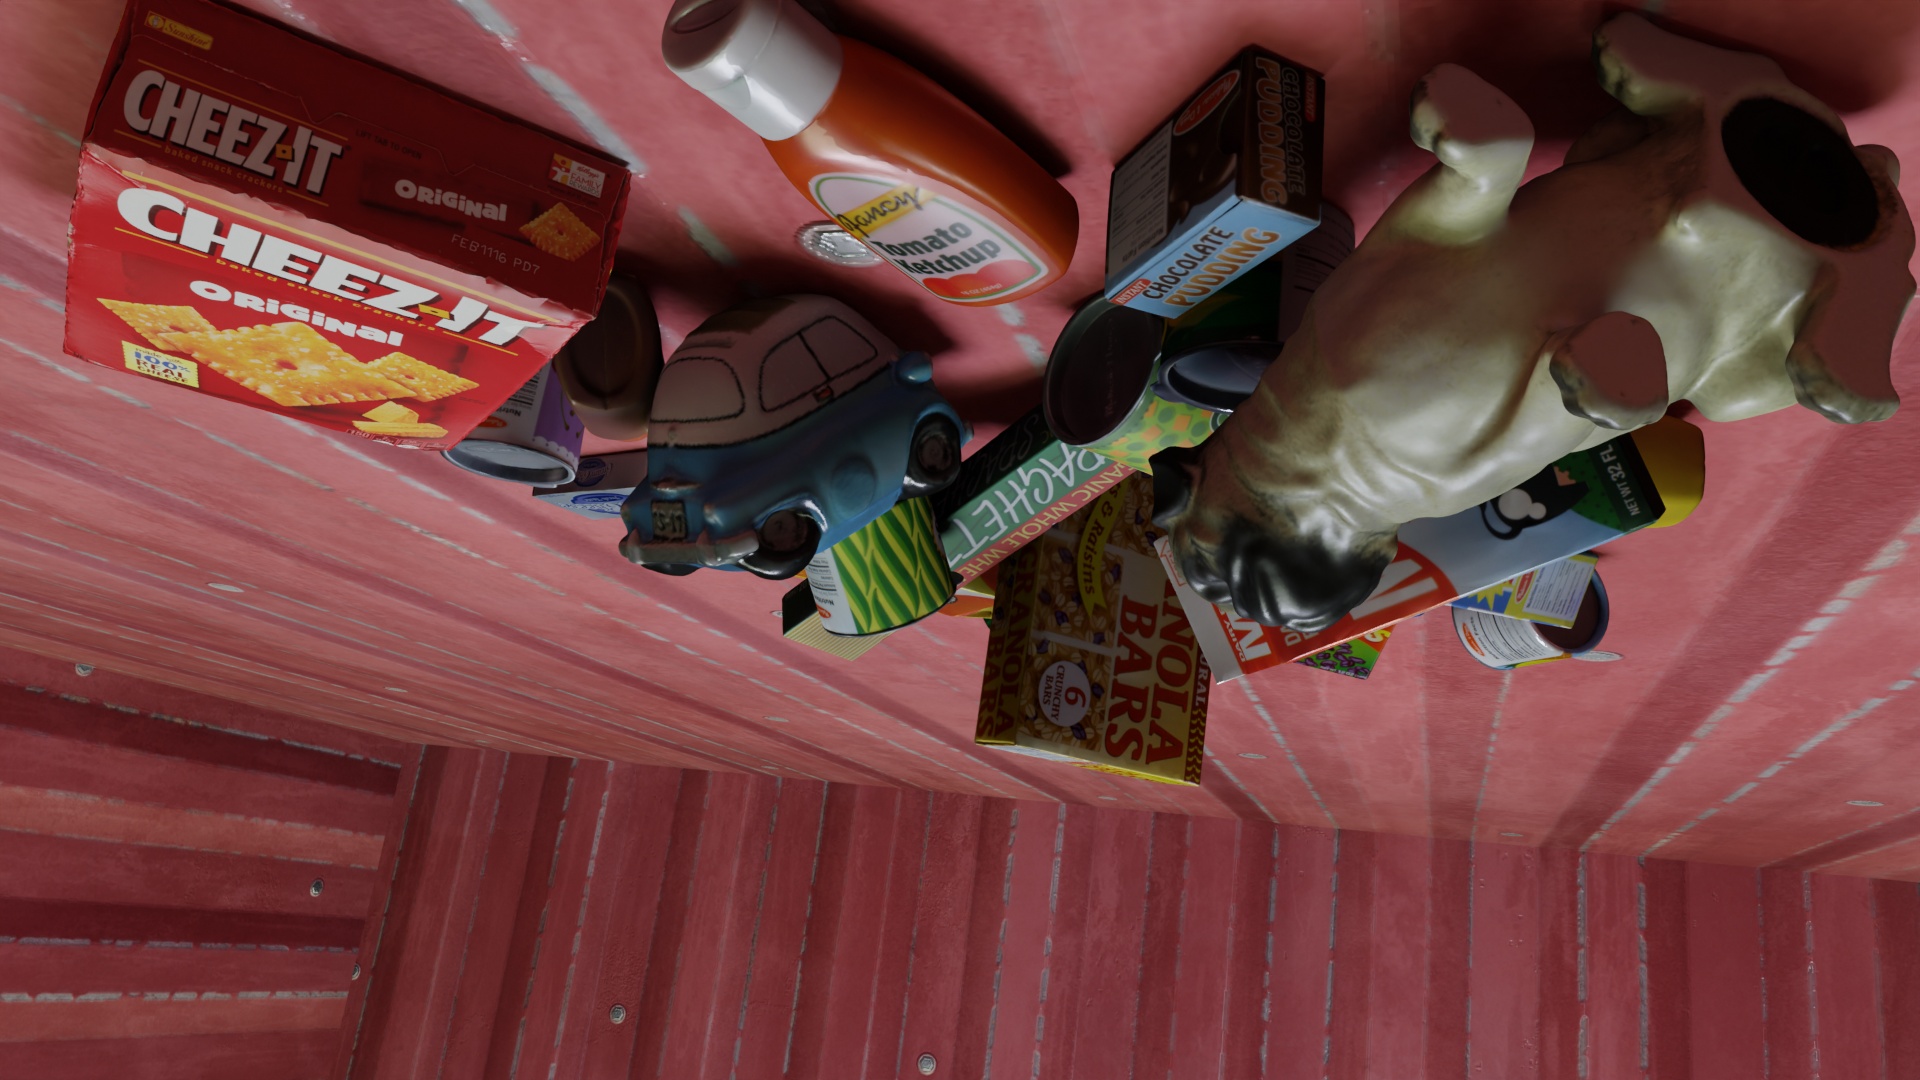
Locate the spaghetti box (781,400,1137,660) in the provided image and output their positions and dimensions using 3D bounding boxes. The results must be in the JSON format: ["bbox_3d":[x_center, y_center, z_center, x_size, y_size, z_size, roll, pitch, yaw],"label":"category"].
[{"bbox_3d":[0.002,-0.009,0.693,0.050,0.029,0.249,24,136,-36],"label":"spaghetti box"}]

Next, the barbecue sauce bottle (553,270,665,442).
[{"bbox_3d":[-0.157,-0.075,0.639,0.044,0.065,0.148,-2,175,-10],"label":"barbecue sauce bottle"}]

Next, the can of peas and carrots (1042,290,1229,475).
[{"bbox_3d":[0.078,-0.063,0.562,0.059,0.071,0.071,18,161,-34],"label":"can of peas and carrots"}]

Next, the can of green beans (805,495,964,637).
[{"bbox_3d":[-0.041,0.005,0.648,0.071,0.057,0.071,-14,-161,5],"label":"can of green beans"}]

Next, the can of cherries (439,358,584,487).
[{"bbox_3d":[-0.223,-0.065,0.704,0.071,0.058,0.071,6,164,2],"label":"can of cherries"}]

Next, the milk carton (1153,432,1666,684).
[{"bbox_3d":[0.175,-0.005,0.567,0.190,0.072,0.073,-26,172,27],"label":"milk carton"}]

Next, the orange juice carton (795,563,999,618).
[{"bbox_3d":[-0.029,-0.006,0.801,0.193,0.072,0.073,16,163,-27],"label":"orange juice carton"}]

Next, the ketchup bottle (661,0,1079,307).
[{"bbox_3d":[-0.026,-0.123,0.434,0.064,0.043,0.148,-5,160,37],"label":"ketchup bottle"}]

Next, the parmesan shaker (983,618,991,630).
[{"bbox_3d":[0.060,0.031,0.907,0.071,0.071,0.102,11,164,-13],"label":"parmesan shaker"}]

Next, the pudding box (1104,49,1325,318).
[{"bbox_3d":[0.077,-0.107,0.432,0.030,0.050,0.083,12,164,-20],"label":"pudding box"}]

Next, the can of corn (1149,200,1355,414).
[{"bbox_3d":[0.103,-0.082,0.492,0.071,0.058,0.071,7,164,2],"label":"can of corn"}]

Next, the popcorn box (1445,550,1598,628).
[{"bbox_3d":[0.228,0.001,0.674,0.085,0.038,0.127,11,-169,-19],"label":"popcorn box"}]

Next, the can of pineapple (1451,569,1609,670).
[{"bbox_3d":[0.334,0.039,0.812,0.071,0.071,0.057,13,163,-18],"label":"can of pineapple"}]

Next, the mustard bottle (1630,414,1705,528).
[{"bbox_3d":[0.237,-0.036,0.614,0.160,0.049,0.065,7,169,5],"label":"mustard bottle"}]

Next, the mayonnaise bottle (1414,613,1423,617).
[{"bbox_3d":[0.228,0.038,0.898,0.065,0.041,0.148,24,157,-38],"label":"mayonnaise bottle"}]

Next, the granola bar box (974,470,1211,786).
[{"bbox_3d":[0.077,0.037,0.730,0.124,0.166,0.039,17,164,-31],"label":"granola bar box"}]

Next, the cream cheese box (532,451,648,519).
[{"bbox_3d":[-0.214,-0.034,0.874,0.103,0.024,0.053,-3,163,34],"label":"cream cheese box"}]

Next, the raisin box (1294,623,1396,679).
[{"bbox_3d":[0.210,0.030,0.807,0.086,0.040,0.122,14,150,9],"label":"raisin box"}]
